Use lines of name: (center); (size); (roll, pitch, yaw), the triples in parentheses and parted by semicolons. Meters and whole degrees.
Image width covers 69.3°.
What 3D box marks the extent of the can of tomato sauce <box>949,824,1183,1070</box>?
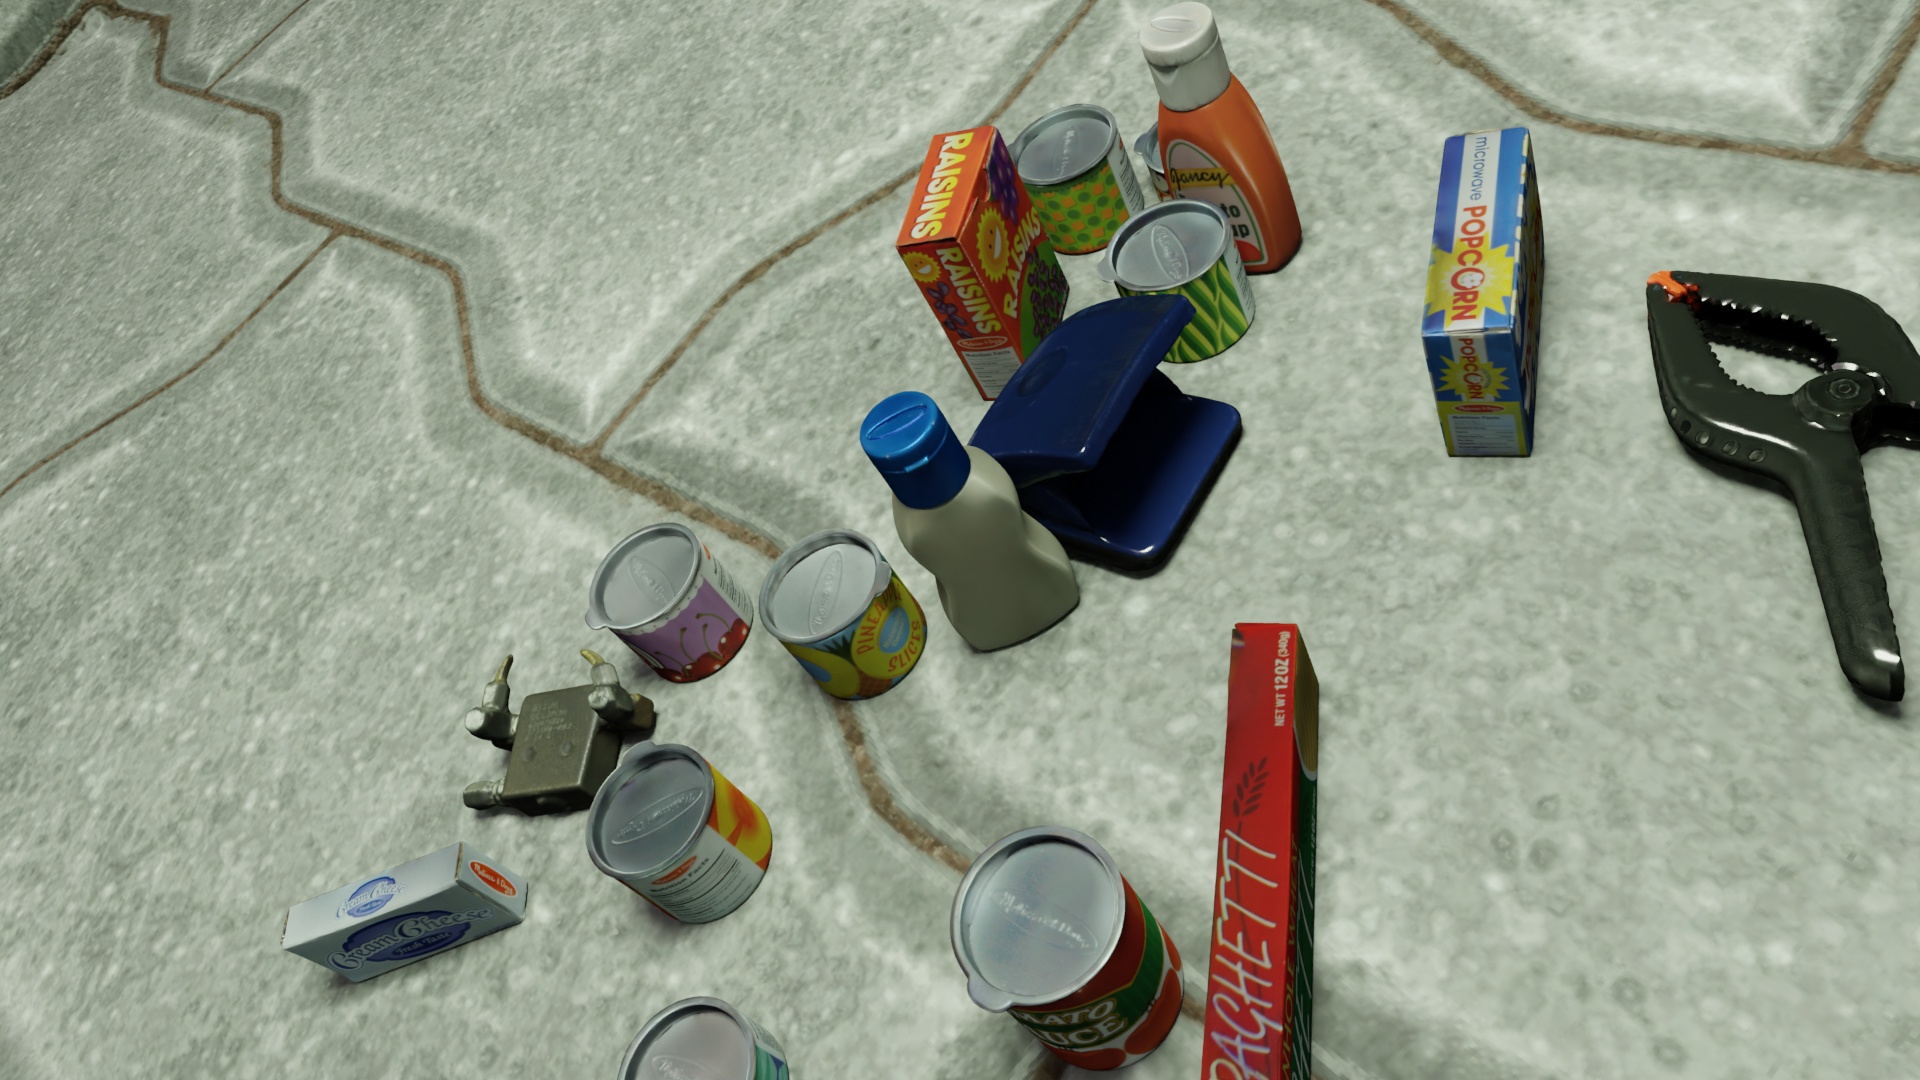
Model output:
can of tomato sauce: (0.042, 0.157, 0.523); (0.071, 0.082, 0.071); (-14, 50, 18)

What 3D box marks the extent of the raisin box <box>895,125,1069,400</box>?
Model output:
raisin box: (0.015, -0.146, 0.746); (0.040, 0.123, 0.086); (-2, 55, 27)

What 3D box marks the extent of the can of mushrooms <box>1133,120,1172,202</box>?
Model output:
can of mushrooms: (0.139, -0.222, 0.803); (0.071, 0.033, 0.071); (-14, 50, 17)

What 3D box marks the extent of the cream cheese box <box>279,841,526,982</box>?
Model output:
cream cheese box: (-0.273, 0.184, 0.684); (0.104, 0.053, 0.024); (-22, 48, 11)

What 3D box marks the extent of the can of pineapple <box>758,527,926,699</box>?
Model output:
can of pineapple: (-0.056, 0.037, 0.684); (0.071, 0.057, 0.071); (-14, 50, 17)

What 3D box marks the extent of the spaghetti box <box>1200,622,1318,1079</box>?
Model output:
spaghetti box: (0.112, 0.149, 0.515); (0.028, 0.050, 0.251); (-6, 53, 24)

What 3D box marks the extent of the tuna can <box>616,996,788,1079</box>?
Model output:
tuna can: (-0.108, 0.230, 0.578); (0.071, 0.032, 0.071); (-14, 50, 17)

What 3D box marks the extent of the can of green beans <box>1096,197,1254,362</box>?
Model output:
can of green beans: (0.116, -0.136, 0.731); (0.071, 0.057, 0.071); (-14, 50, 17)

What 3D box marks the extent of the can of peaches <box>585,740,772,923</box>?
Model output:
can of peaches: (-0.130, 0.135, 0.646); (0.071, 0.058, 0.071); (-14, 50, 17)

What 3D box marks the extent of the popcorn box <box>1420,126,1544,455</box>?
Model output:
popcorn box: (0.239, -0.113, 0.630); (0.038, 0.085, 0.127); (0, 55, 28)

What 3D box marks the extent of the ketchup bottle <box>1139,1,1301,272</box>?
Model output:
ketchup bottle: (0.131, -0.205, 0.715); (0.065, 0.148, 0.044); (22, 67, 38)

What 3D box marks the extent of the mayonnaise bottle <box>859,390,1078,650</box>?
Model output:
mayonnaise bottle: (0.002, -0.008, 0.628); (0.065, 0.147, 0.041); (-27, 47, 6)

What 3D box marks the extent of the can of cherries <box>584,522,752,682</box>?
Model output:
can of cherries: (-0.155, 0.035, 0.737); (0.071, 0.058, 0.072); (-14, 50, 17)

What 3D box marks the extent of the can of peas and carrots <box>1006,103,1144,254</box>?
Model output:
can of peas and carrots: (0.066, -0.210, 0.814); (0.071, 0.058, 0.071); (-14, 50, 17)
